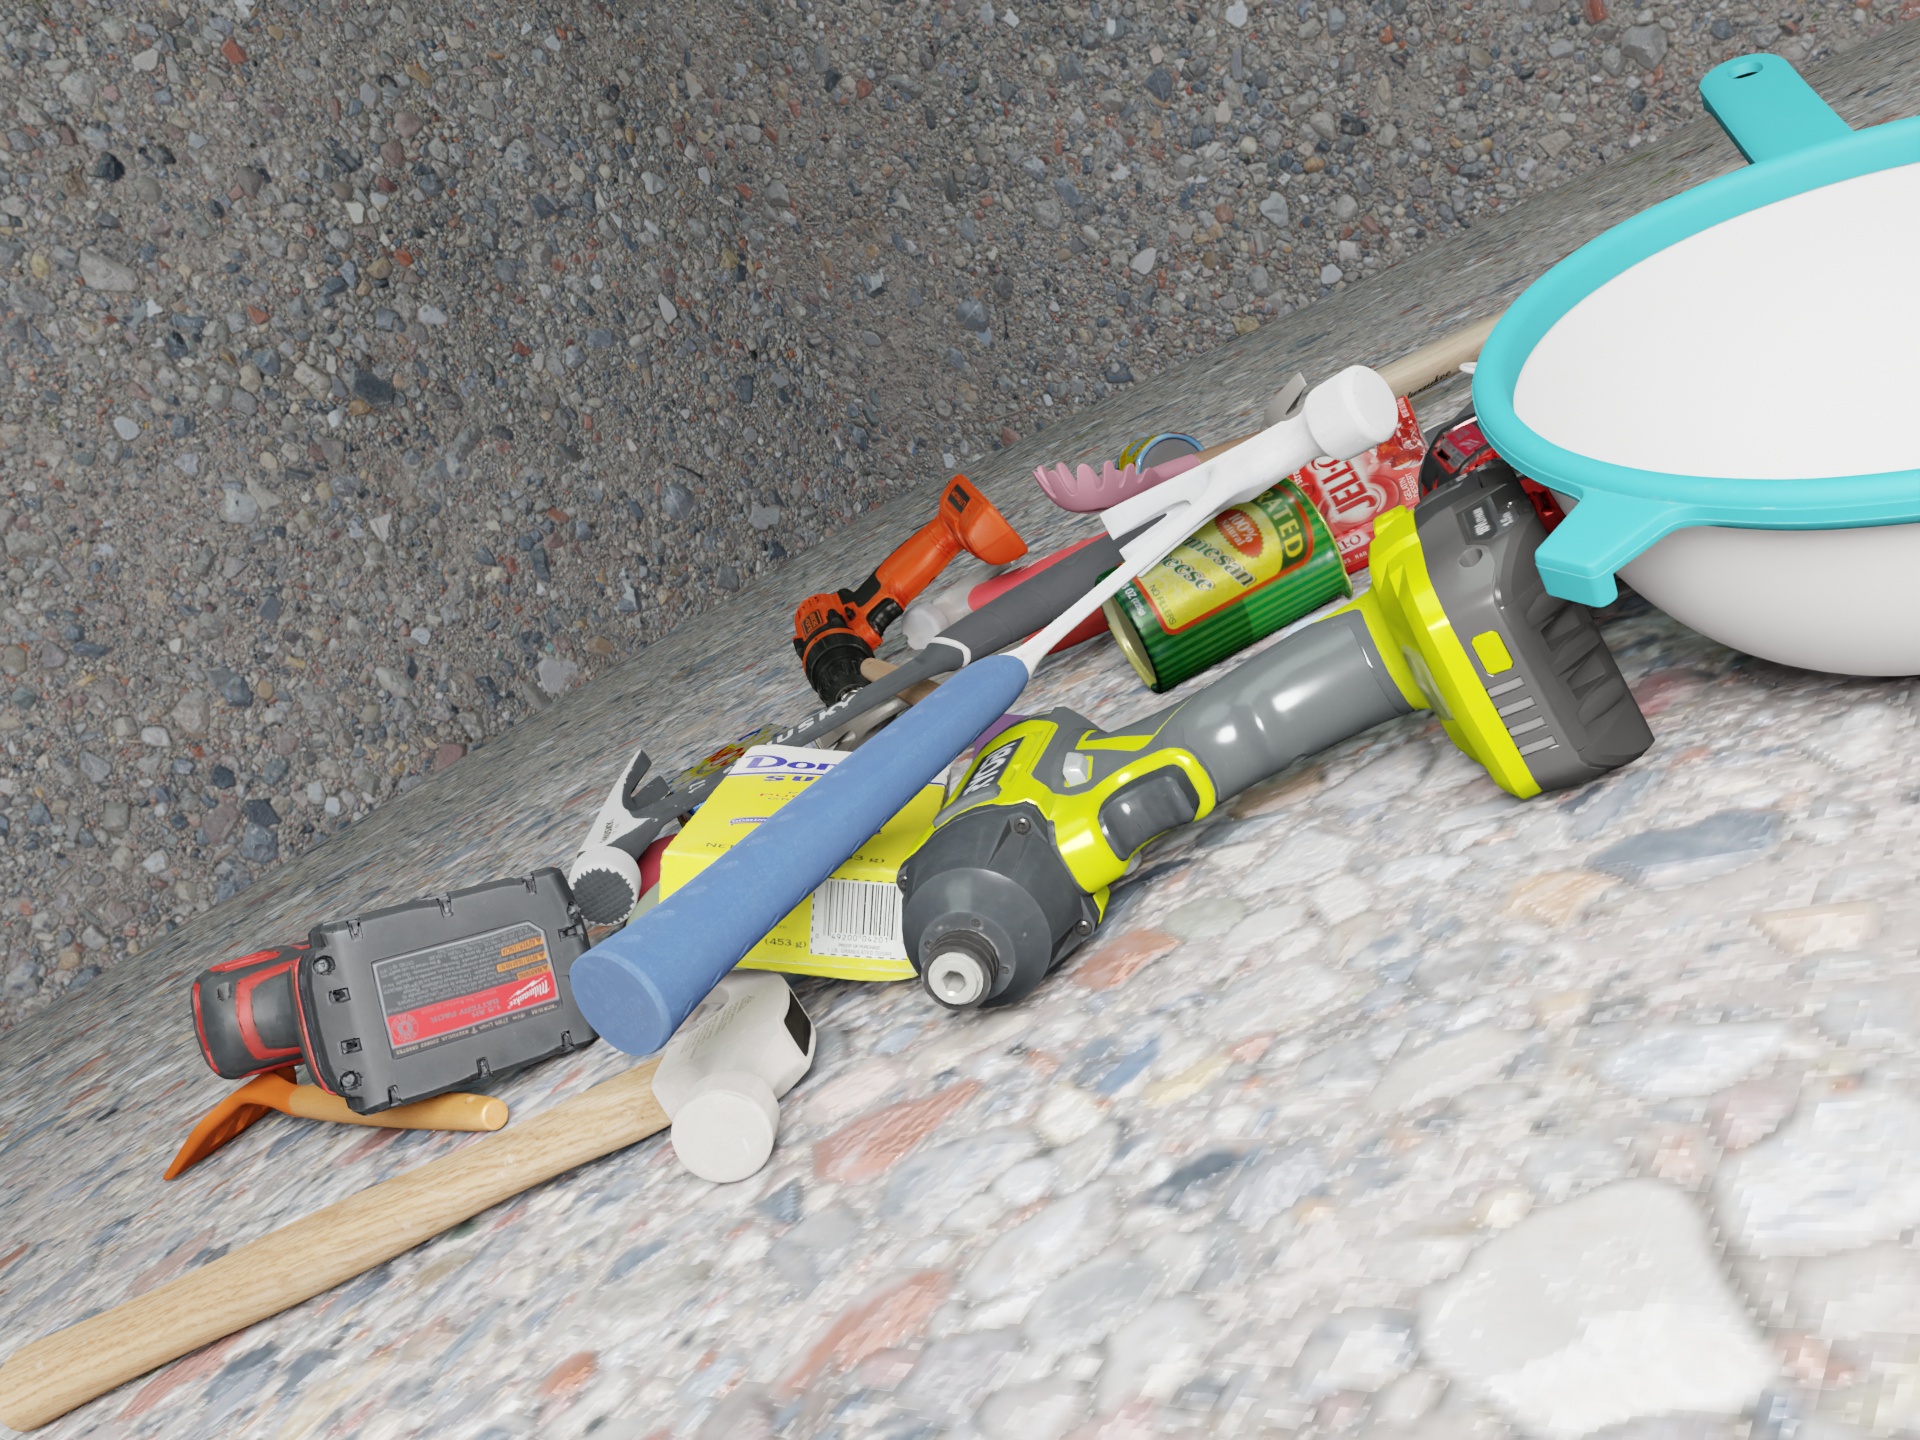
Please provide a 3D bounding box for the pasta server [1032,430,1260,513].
[{"bbox_3d":[0.192,-0.203,1.174,0.316,0.040,0.060,-21,17,-27],"label":"pasta server"}]

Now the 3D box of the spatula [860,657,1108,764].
[{"bbox_3d":[-0.001,-0.003,0.829,0.060,0.018,0.316,-33,20,-12],"label":"spatula"}]

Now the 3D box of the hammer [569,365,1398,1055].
[{"bbox_3d":[0.018,-0.018,0.573,0.144,0.035,0.405,-26,11,48],"label":"hammer"}]

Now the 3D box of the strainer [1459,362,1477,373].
[{"bbox_3d":[0.400,-0.210,0.838,0.258,0.050,0.087,-17,20,22],"label":"strainer"}]

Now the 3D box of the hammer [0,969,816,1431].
[{"bbox_3d":[-0.198,0.173,0.560,0.331,0.031,0.130,-26,11,10],"label":"hammer"}]

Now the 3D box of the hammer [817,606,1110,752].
[{"bbox_3d":[0.081,-0.061,0.938,0.359,0.036,0.149,-22,12,29],"label":"hammer"}]

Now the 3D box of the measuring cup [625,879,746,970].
[{"bbox_3d":[-0.091,0.059,0.734,0.083,0.038,0.168,-14,28,44],"label":"measuring cup"}]

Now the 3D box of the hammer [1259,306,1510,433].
[{"bbox_3d":[0.398,-0.281,1.090,0.410,0.038,0.146,-26,-8,0],"label":"hammer"}]

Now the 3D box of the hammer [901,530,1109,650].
[{"bbox_3d":[0.130,-0.137,1.163,0.386,0.038,0.143,-18,13,42],"label":"hammer"}]

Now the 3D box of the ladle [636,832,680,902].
[{"bbox_3d":[-0.089,0.064,0.810,0.315,0.031,0.069,-14,23,46],"label":"ladle"}]

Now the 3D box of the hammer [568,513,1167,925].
[{"bbox_3d":[-0.022,-0.027,0.840,0.409,0.036,0.149,-29,21,5],"label":"hammer"}]

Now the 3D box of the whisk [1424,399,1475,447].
[{"bbox_3d":[0.338,-0.207,0.937,0.284,0.070,0.070,-39,15,-27],"label":"whisk"}]

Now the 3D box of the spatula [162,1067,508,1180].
[{"bbox_3d":[-0.297,0.189,0.757,0.322,0.041,0.081,-11,19,44],"label":"spatula"}]

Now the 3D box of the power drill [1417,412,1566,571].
[{"bbox_3d":[0.278,-0.119,0.591,0.219,0.078,0.143,-25,15,14],"label":"power drill"}]

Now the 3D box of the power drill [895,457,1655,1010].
[{"bbox_3d":[0.087,0.012,0.499,0.223,0.080,0.171,-28,9,21],"label":"power drill"}]

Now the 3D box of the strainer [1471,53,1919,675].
[{"bbox_3d":[0.262,-0.112,0.461,0.211,0.095,0.341,-13,30,22],"label":"strainer"}]

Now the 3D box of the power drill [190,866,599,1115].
[{"bbox_3d":[-0.249,0.122,0.760,0.188,0.080,0.227,-13,-1,-36],"label":"power drill"}]
